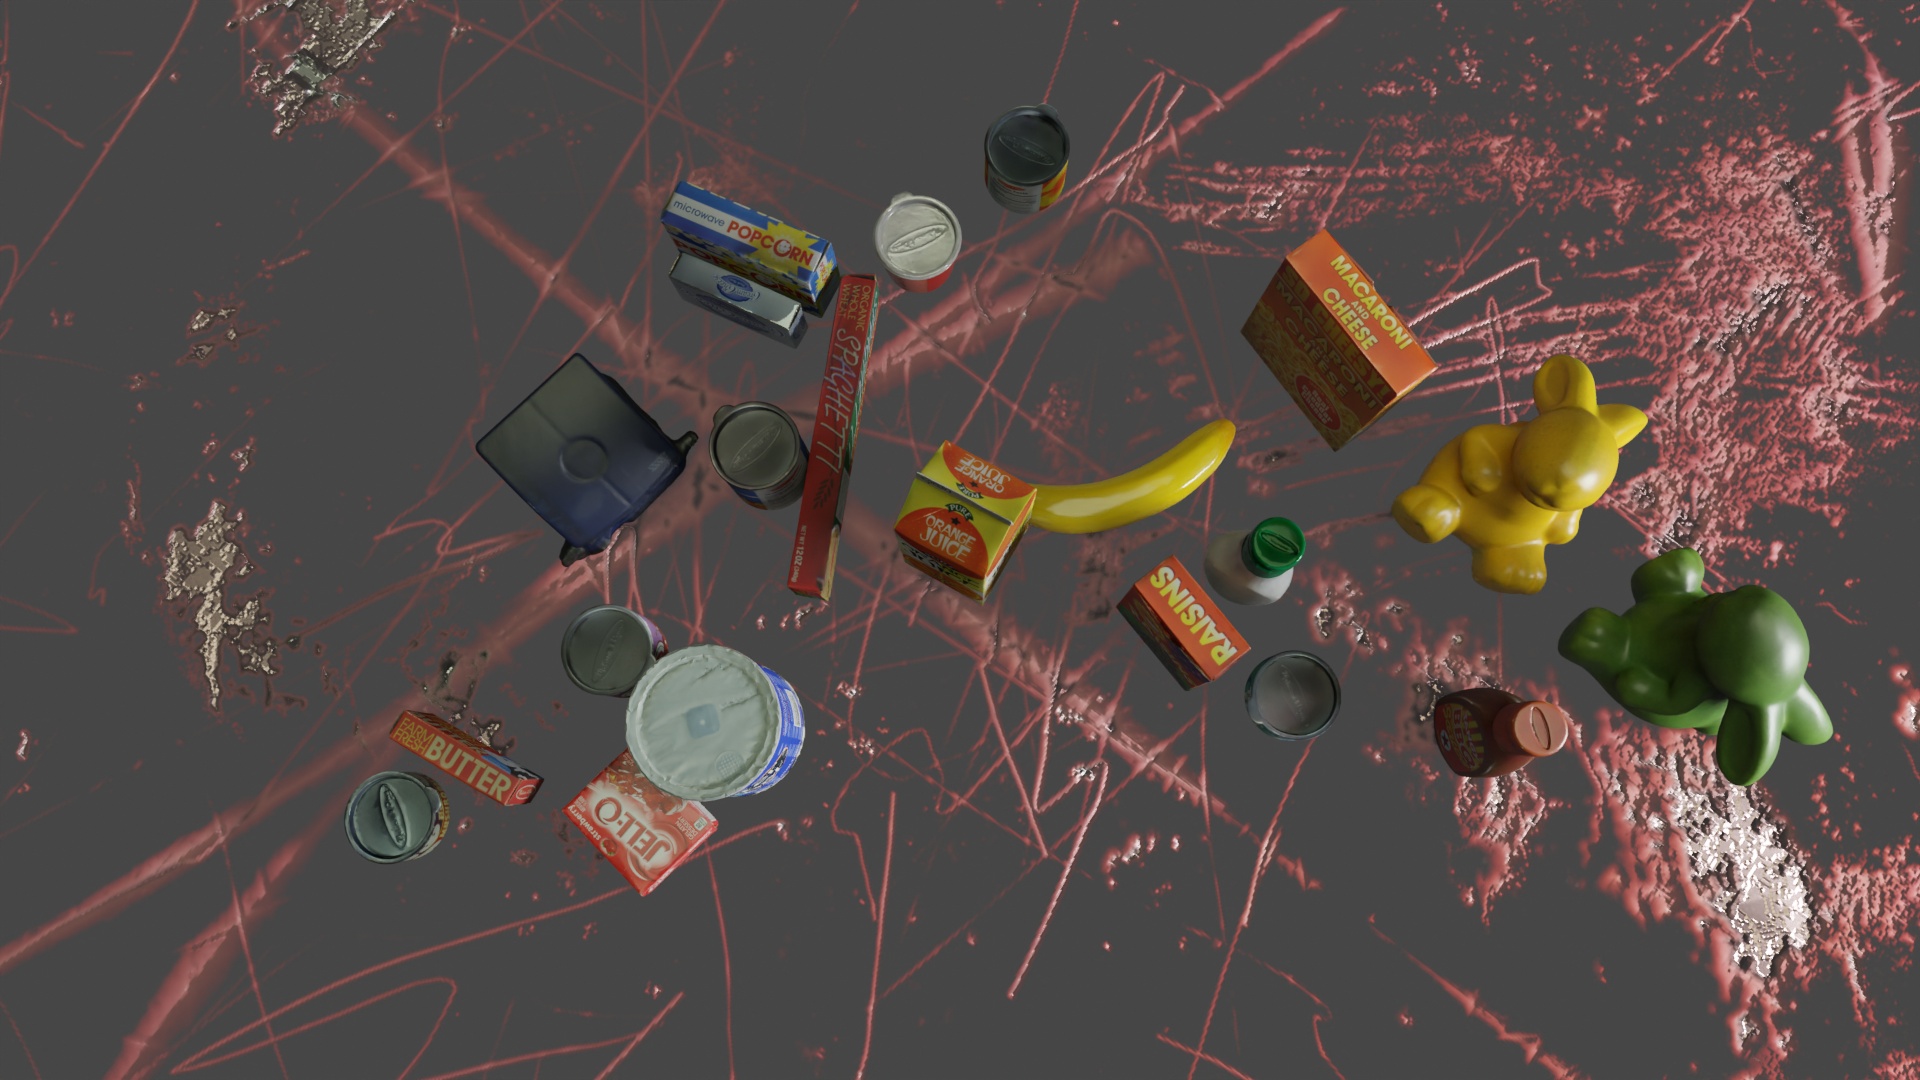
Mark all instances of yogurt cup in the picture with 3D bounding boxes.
[{"bbox_3d":[-0.033,-0.228,1.085,0.072,0.054,0.072,0,80,0],"label":"yogurt cup"}]

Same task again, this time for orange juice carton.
[{"bbox_3d":[0.003,-0.012,0.976,0.072,0.192,0.073,29,82,5],"label":"orange juice carton"}]

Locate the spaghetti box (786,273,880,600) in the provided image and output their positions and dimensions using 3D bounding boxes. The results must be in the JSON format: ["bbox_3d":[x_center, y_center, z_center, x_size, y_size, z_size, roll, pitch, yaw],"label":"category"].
[{"bbox_3d":[-0.095,-0.080,1.061,0.029,0.050,0.250,8,80,2],"label":"spaghetti box"}]

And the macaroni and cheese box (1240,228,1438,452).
[{"bbox_3d":[0.270,-0.141,1.011,0.040,0.166,0.124,-36,82,-5],"label":"macaroni and cheese box"}]

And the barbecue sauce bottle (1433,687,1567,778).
[{"bbox_3d":[0.376,0.133,0.970,0.044,0.148,0.065,-12,81,-2],"label":"barbecue sauce bottle"}]

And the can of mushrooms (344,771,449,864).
[{"bbox_3d":[-0.411,0.202,1.021,0.071,0.033,0.071,0,80,0],"label":"can of mushrooms"}]

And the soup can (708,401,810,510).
[{"bbox_3d":[-0.150,-0.064,1.041,0.071,0.083,0.071,0,80,0],"label":"soup can"}]

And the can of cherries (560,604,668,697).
[{"bbox_3d":[-0.253,0.085,1.028,0.071,0.058,0.071,0,80,0],"label":"can of cherries"}]

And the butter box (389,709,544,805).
[{"bbox_3d":[-0.362,0.160,1.018,0.103,0.053,0.024,29,82,5],"label":"butter box"}]

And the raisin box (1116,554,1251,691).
[{"bbox_3d":[0.157,0.061,0.997,0.040,0.123,0.086,-37,82,-5],"label":"raisin box"}]

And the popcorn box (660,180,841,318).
[{"bbox_3d":[-0.160,-0.223,1.069,0.127,0.085,0.038,23,81,4],"label":"popcorn box"}]

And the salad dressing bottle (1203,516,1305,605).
[{"bbox_3d":[0.212,0.014,0.993,0.064,0.147,0.044,30,82,5],"label":"salad dressing bottle"}]

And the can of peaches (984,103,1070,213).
[{"bbox_3d":[0.053,-0.301,1.095,0.071,0.058,0.071,0,80,0],"label":"can of peaches"}]

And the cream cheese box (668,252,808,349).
[{"bbox_3d":[-0.171,-0.186,1.078,0.104,0.053,0.024,24,81,4],"label":"cream cheese box"}]

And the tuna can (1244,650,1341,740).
[{"bbox_3d":[0.244,0.117,1.032,0.071,0.033,0.071,0,80,0],"label":"tuna can"}]
